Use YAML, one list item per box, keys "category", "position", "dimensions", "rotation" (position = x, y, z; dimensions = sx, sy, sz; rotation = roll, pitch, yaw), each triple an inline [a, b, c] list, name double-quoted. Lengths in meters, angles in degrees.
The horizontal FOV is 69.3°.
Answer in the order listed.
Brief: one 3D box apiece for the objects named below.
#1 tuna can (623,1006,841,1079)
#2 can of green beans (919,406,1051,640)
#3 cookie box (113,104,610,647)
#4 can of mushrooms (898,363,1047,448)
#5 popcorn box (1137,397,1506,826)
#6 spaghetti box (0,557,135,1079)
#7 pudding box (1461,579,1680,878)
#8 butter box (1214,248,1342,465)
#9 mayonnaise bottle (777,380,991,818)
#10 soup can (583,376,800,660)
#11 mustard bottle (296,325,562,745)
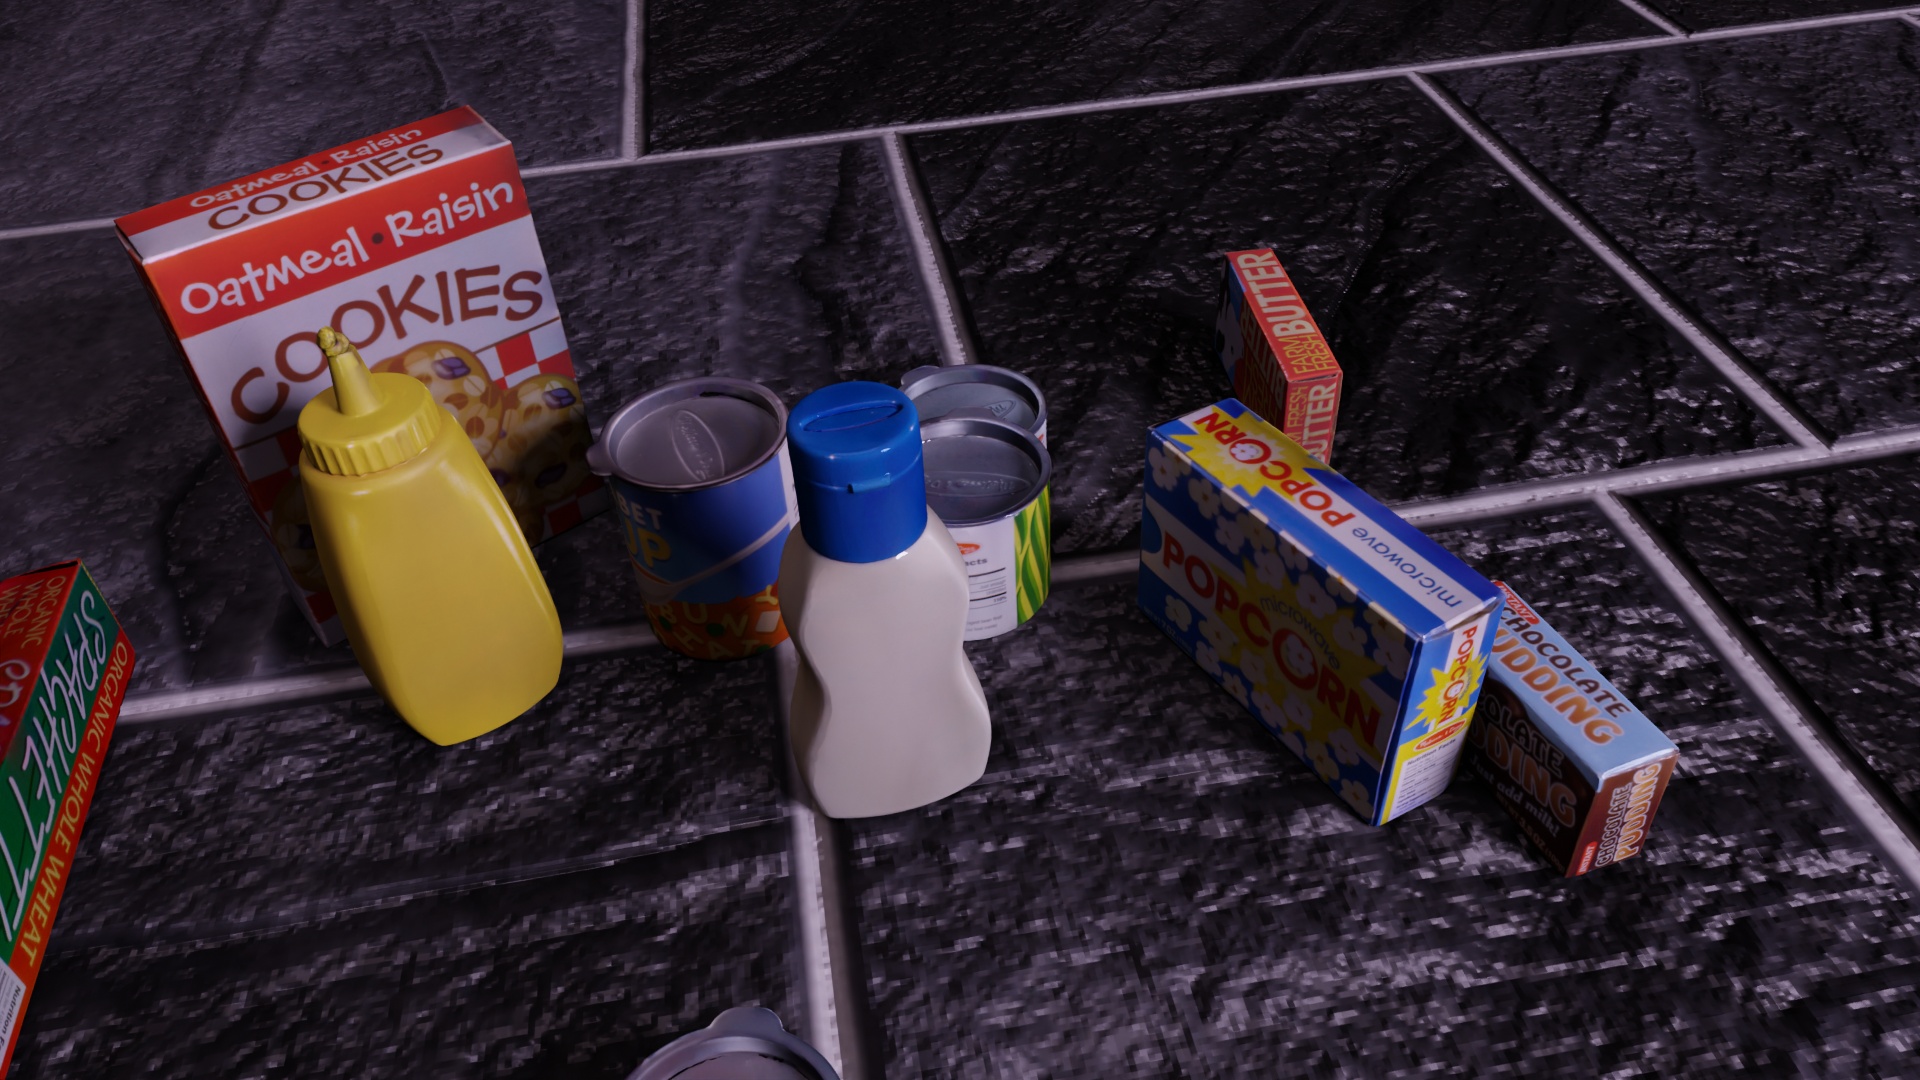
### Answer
- category: "tuna can"
  position: [-0.058, 0.158, 0.351]
  dimensions: [0.071, 0.032, 0.071]
  rotation: [-2, 41, 2]
- category: "can of green beans"
  position: [0.001, -0.005, 0.518]
  dimensions: [0.071, 0.057, 0.071]
  rotation: [-2, 41, 2]
- category: "cookie box"
  position: [-0.208, -0.058, 0.511]
  dimensions: [0.123, 0.166, 0.040]
  rotation: [-30, 47, -28]
- category: "can of mushrooms"
  position: [0.002, -0.044, 0.582]
  dimensions: [0.071, 0.033, 0.071]
  rotation: [-2, 41, 2]
- category: "popcorn box"
  position: [0.112, 0.021, 0.460]
  dimensions: [0.038, 0.084, 0.127]
  rotation: [-24, 44, -22]
- category: "spaghetti box"
  position: [-0.297, 0.104, 0.417]
  dimensions: [0.029, 0.049, 0.251]
  rotation: [-11, 41, -8]
- category: "pudding box"
  position: [0.181, 0.057, 0.439]
  dimensions: [0.030, 0.049, 0.084]
  rotation: [-16, 42, -14]
- category: "butter box"
  position: [0.135, -0.078, 0.598]
  dimensions: [0.024, 0.052, 0.104]
  rotation: [-6, 41, -3]
- category: "mayonnaise bottle"
  position: [-0.025, 0.022, 0.419]
  dimensions: [0.065, 0.147, 0.041]
  rotation: [-13, 41, -11]
- category: "soup can"
  position: [-0.093, -0.007, 0.507]
  dimensions: [0.071, 0.083, 0.072]
  rotation: [-2, 41, 2]
- category: "mustard bottle"
  position: [-0.177, -0.004, 0.451]
  dimensions: [0.065, 0.159, 0.049]
  rotation: [-29, 47, -27]
